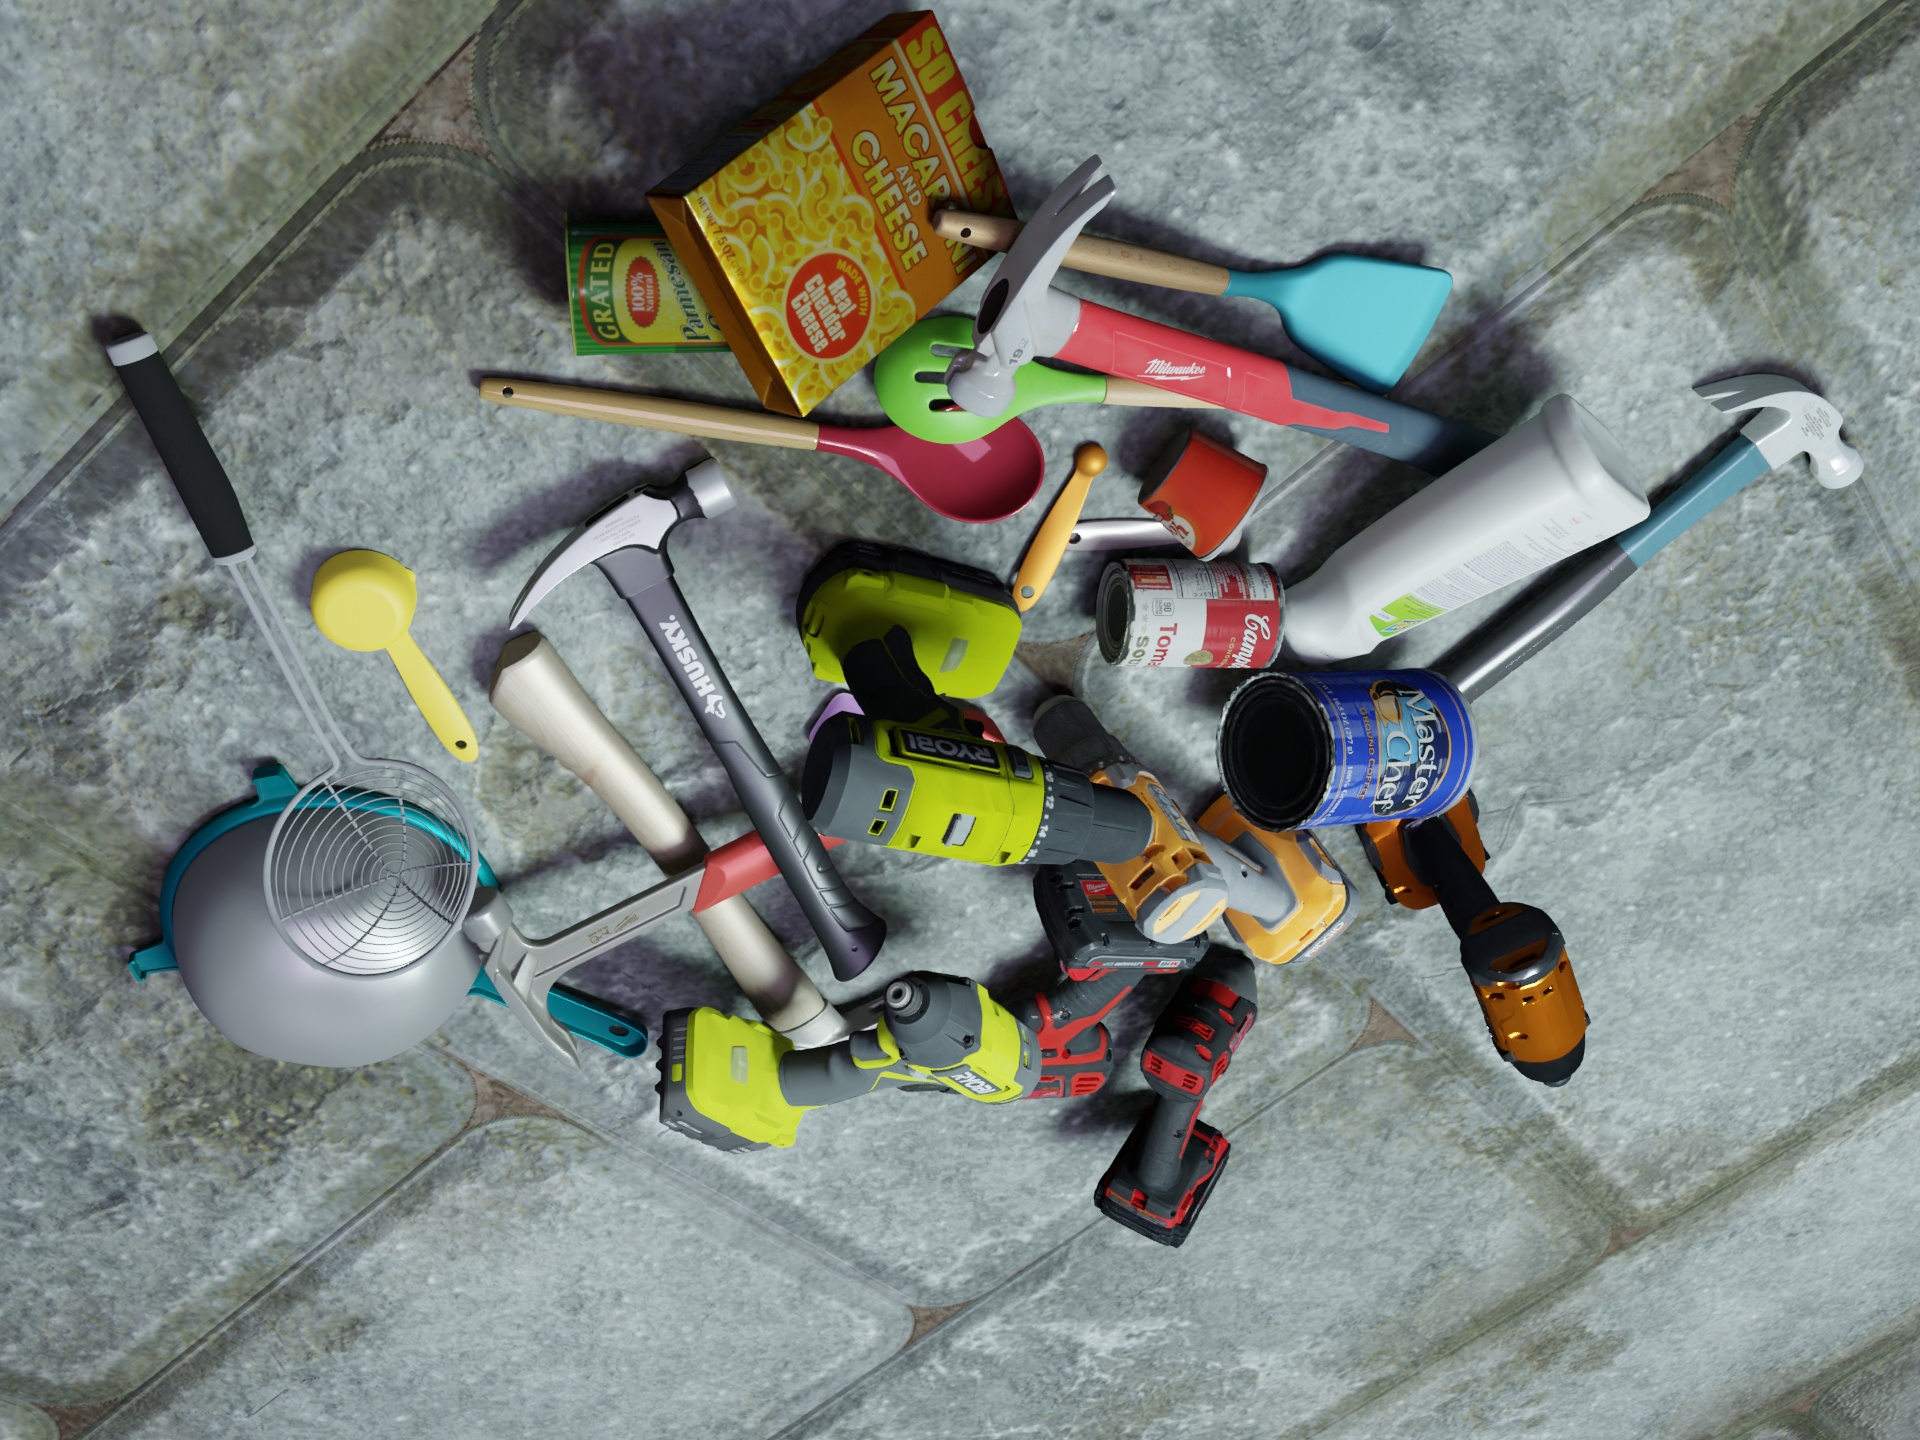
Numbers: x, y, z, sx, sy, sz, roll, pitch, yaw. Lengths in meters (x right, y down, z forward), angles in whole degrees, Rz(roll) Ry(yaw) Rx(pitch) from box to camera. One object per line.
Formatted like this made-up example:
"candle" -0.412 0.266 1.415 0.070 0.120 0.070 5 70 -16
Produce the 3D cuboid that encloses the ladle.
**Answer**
"ladle" -0.106 -0.162 0.892 0.315 0.031 0.069 6 98 -15

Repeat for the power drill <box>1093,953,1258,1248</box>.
"power drill" 0.175 0.285 1.226 0.078 0.143 0.219 22 127 20

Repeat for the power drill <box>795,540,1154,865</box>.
"power drill" -0.001 -0.003 0.905 0.190 0.229 0.080 11 122 -21

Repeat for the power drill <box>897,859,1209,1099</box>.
"power drill" 0.055 0.197 1.140 0.187 0.080 0.226 4 134 -27

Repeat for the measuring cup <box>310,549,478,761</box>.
"measuring cup" -0.325 -0.029 0.933 0.062 0.029 0.156 -21 125 2

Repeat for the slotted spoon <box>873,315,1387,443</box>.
"slotted spoon" 0.106 -0.193 0.919 0.313 0.031 0.070 -2 98 -16

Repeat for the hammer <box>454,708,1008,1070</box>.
"hammer" -0.130 0.096 1.027 0.359 0.037 0.149 -26 125 -3

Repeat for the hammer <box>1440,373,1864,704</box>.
"hammer" 0.435 -0.101 1.064 0.331 0.033 0.128 -42 125 17

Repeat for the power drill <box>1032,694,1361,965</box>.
"power drill" 0.150 0.072 1.059 0.226 0.186 0.084 18 121 -47

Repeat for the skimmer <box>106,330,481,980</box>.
"skimmer" -0.372 -0.025 0.860 0.127 0.090 0.363 -15 119 1

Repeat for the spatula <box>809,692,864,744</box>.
"spatula" 0.038 0.056 1.091 0.315 0.018 0.059 23 114 -26

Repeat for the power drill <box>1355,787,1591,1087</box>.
"power drill" 0.355 0.141 1.097 0.084 0.227 0.164 -27 127 6

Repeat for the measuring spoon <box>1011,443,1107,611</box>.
"measuring spoon" 0.059 -0.115 0.970 0.021 0.011 0.117 24 115 -6

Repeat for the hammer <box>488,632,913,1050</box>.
"hammer" -0.170 0.096 1.059 0.146 0.038 0.410 -27 127 4

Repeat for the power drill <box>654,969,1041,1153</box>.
"power drill" -0.079 0.217 1.036 0.223 0.080 0.171 -15 149 19

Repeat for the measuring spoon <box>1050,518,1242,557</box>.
"measuring spoon" 0.117 -0.113 0.988 0.124 0.018 0.034 -3 126 -10

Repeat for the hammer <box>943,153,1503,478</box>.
"hammer" 0.188 -0.195 0.890 0.386 0.038 0.143 8 136 -30

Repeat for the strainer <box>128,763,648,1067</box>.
"strainer" -0.352 0.180 1.038 0.340 0.095 0.211 30 114 -28

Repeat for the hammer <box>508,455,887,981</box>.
"hammer" -0.136 0.022 0.953 0.146 0.035 0.334 -28 113 -5

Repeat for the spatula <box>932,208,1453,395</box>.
"spatula" 0.127 -0.238 0.861 0.317 0.044 0.082 1 132 -31
